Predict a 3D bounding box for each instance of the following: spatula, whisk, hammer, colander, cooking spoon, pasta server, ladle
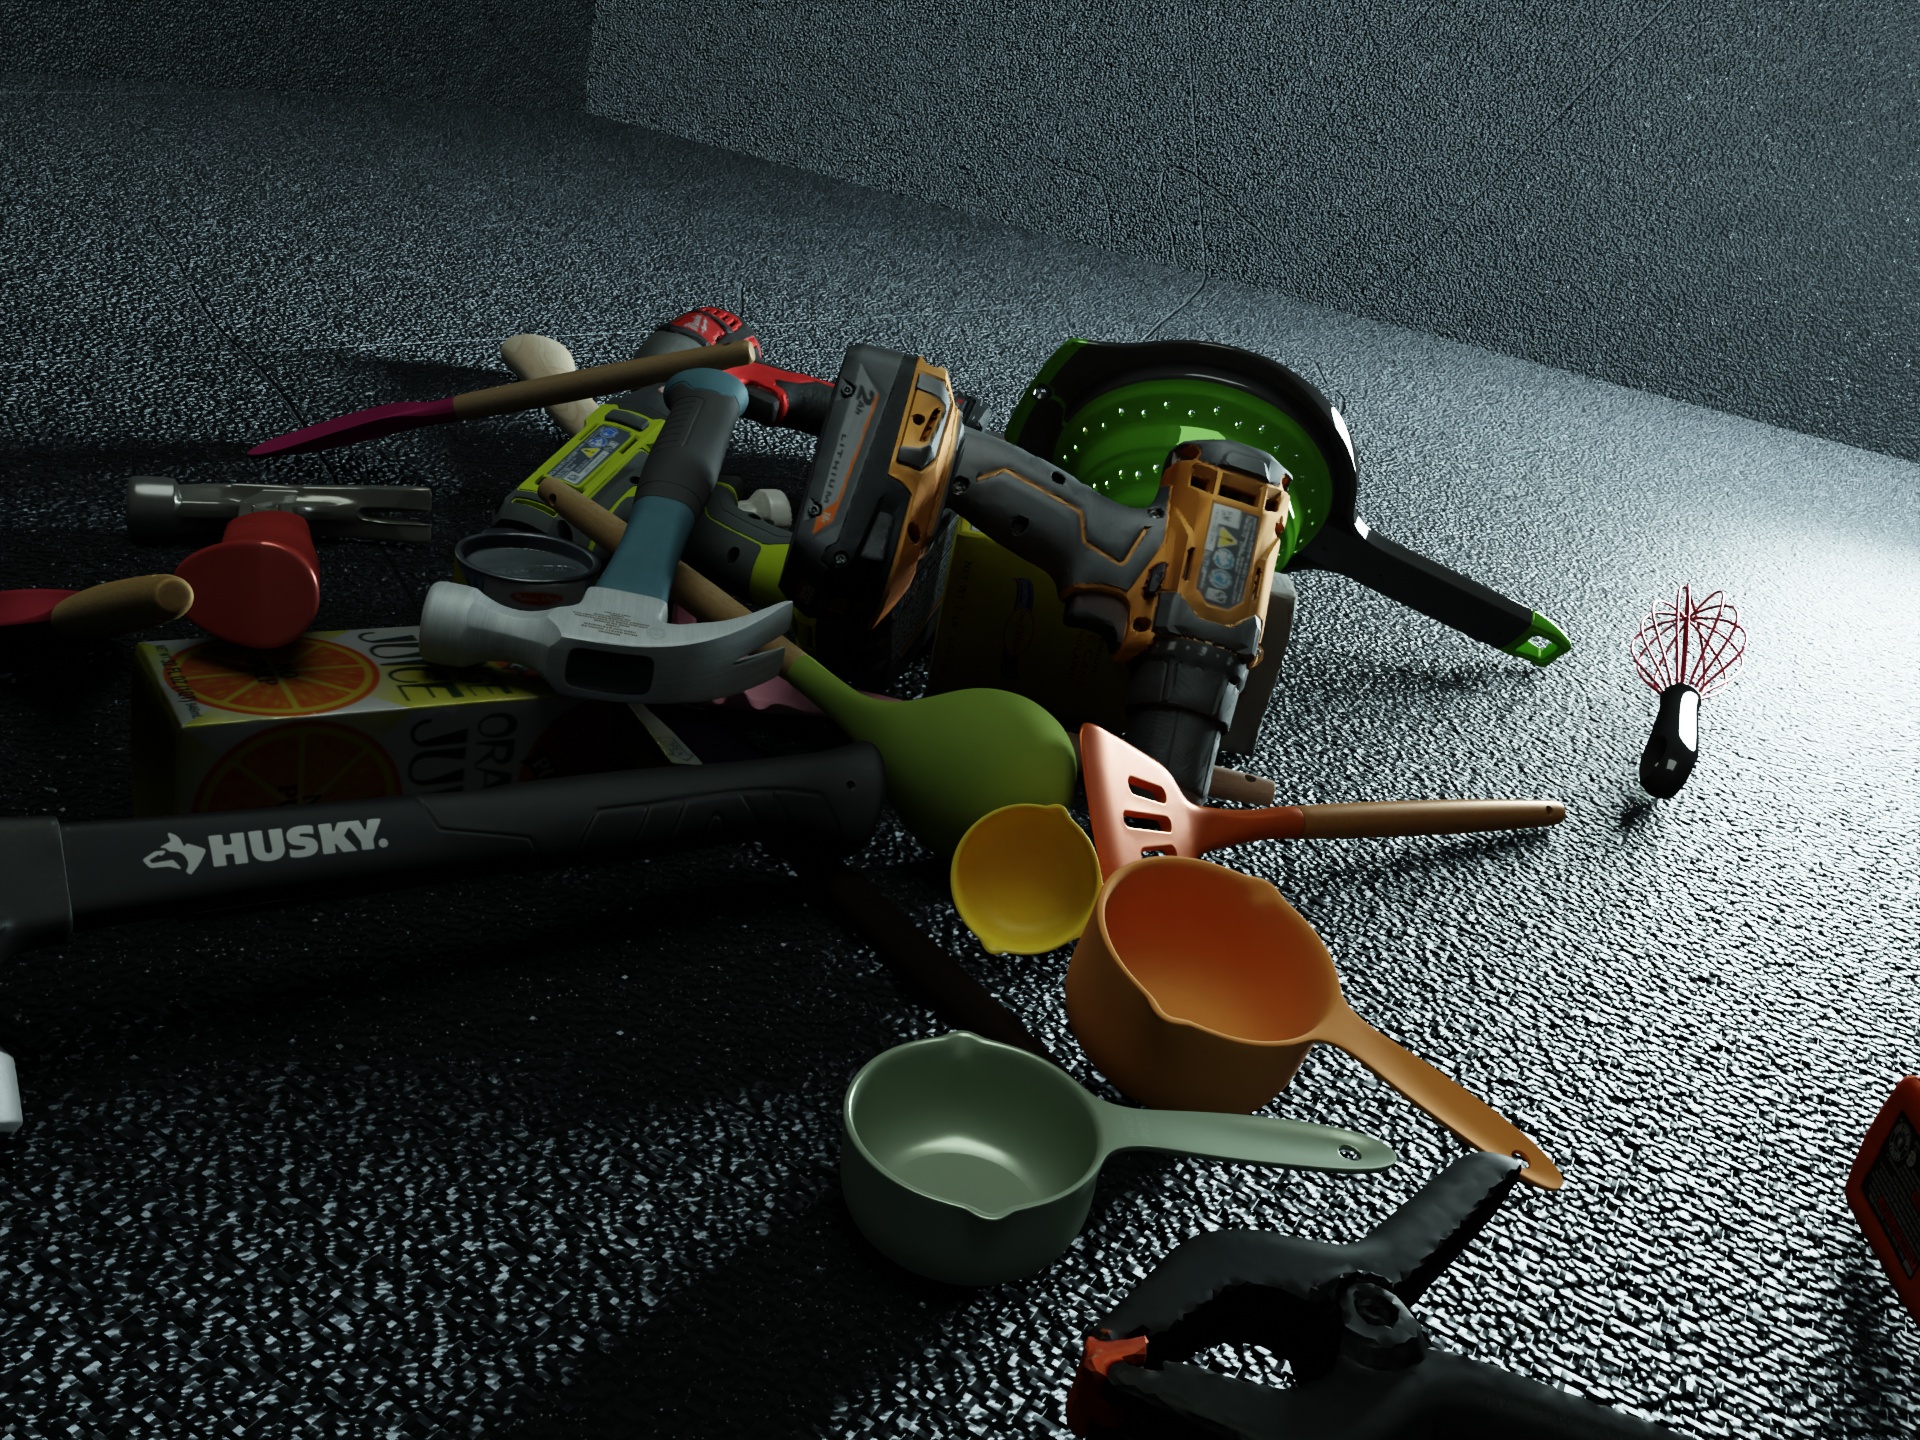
[{"bbox_3d":[-0.047,0.065,0.612,0.059,0.018,0.316,-10,30,-35],"label":"spatula"},{"bbox_3d":[0.177,0.045,0.729,0.322,0.081,0.041,0,-17,-32],"label":"spatula"},{"bbox_3d":[0.448,-0.018,0.987,0.073,0.073,0.296,20,30,19],"label":"whisk"},{"bbox_3d":[-0.293,-0.078,0.696,0.149,0.036,0.359,-1,12,-24],"label":"hammer"},{"bbox_3d":[0.210,-0.095,0.996,0.397,0.204,0.095,24,56,-11],"label":"colander"},{"bbox_3d":[-0.259,-0.199,1.086,0.146,0.038,0.411,-4,28,-29],"label":"hammer"},{"bbox_3d":[-0.132,-0.096,0.708,0.128,0.033,0.331,12,28,-7],"label":"hammer"},{"bbox_3d":[-0.276,-0.190,0.949,0.319,0.017,0.069,-9,24,10],"label":"cooking spoon"},{"bbox_3d":[-0.164,0.032,0.522,0.334,0.035,0.146,-5,72,-39],"label":"hammer"},{"bbox_3d":[-0.001,-0.002,0.762,0.316,0.040,0.060,12,40,-2],"label":"pasta server"},{"bbox_3d":[-0.316,-0.039,0.576,0.069,0.031,0.315,-7,5,-36],"label":"ladle"},{"bbox_3d":[-0.081,-0.037,0.713,0.320,0.078,0.062,35,27,29],"label":"ladle"}]

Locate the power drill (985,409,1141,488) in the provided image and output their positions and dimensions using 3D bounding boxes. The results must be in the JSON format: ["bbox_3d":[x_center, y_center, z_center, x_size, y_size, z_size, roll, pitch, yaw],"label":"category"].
[{"bbox_3d":[0.013,-0.203,1.168,0.226,0.084,0.164,6,24,-3],"label":"power drill"}]

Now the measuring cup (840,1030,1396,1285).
[{"bbox_3d":[0.046,0.135,0.471,0.167,0.038,0.083,7,24,-9],"label":"measuring cup"}]

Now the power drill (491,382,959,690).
[{"bbox_3d":[-0.112,-0.112,0.857,0.223,0.080,0.171,20,48,16],"label":"power drill"}]

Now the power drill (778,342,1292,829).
[{"bbox_3d":[0.034,-0.061,0.735,0.226,0.185,0.084,16,-15,-9],"label":"power drill"}]

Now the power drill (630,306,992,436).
[{"bbox_3d":[-0.101,-0.193,1.011,0.219,0.078,0.143,22,27,1],"label":"power drill"}]

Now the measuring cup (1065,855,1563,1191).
[{"bbox_3d":[0.114,0.117,0.538,0.174,0.052,0.095,34,36,15],"label":"measuring cup"}]

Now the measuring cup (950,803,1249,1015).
[{"bbox_3d":[0.070,0.082,0.608,0.156,0.062,0.029,26,-1,2],"label":"measuring cup"}]
